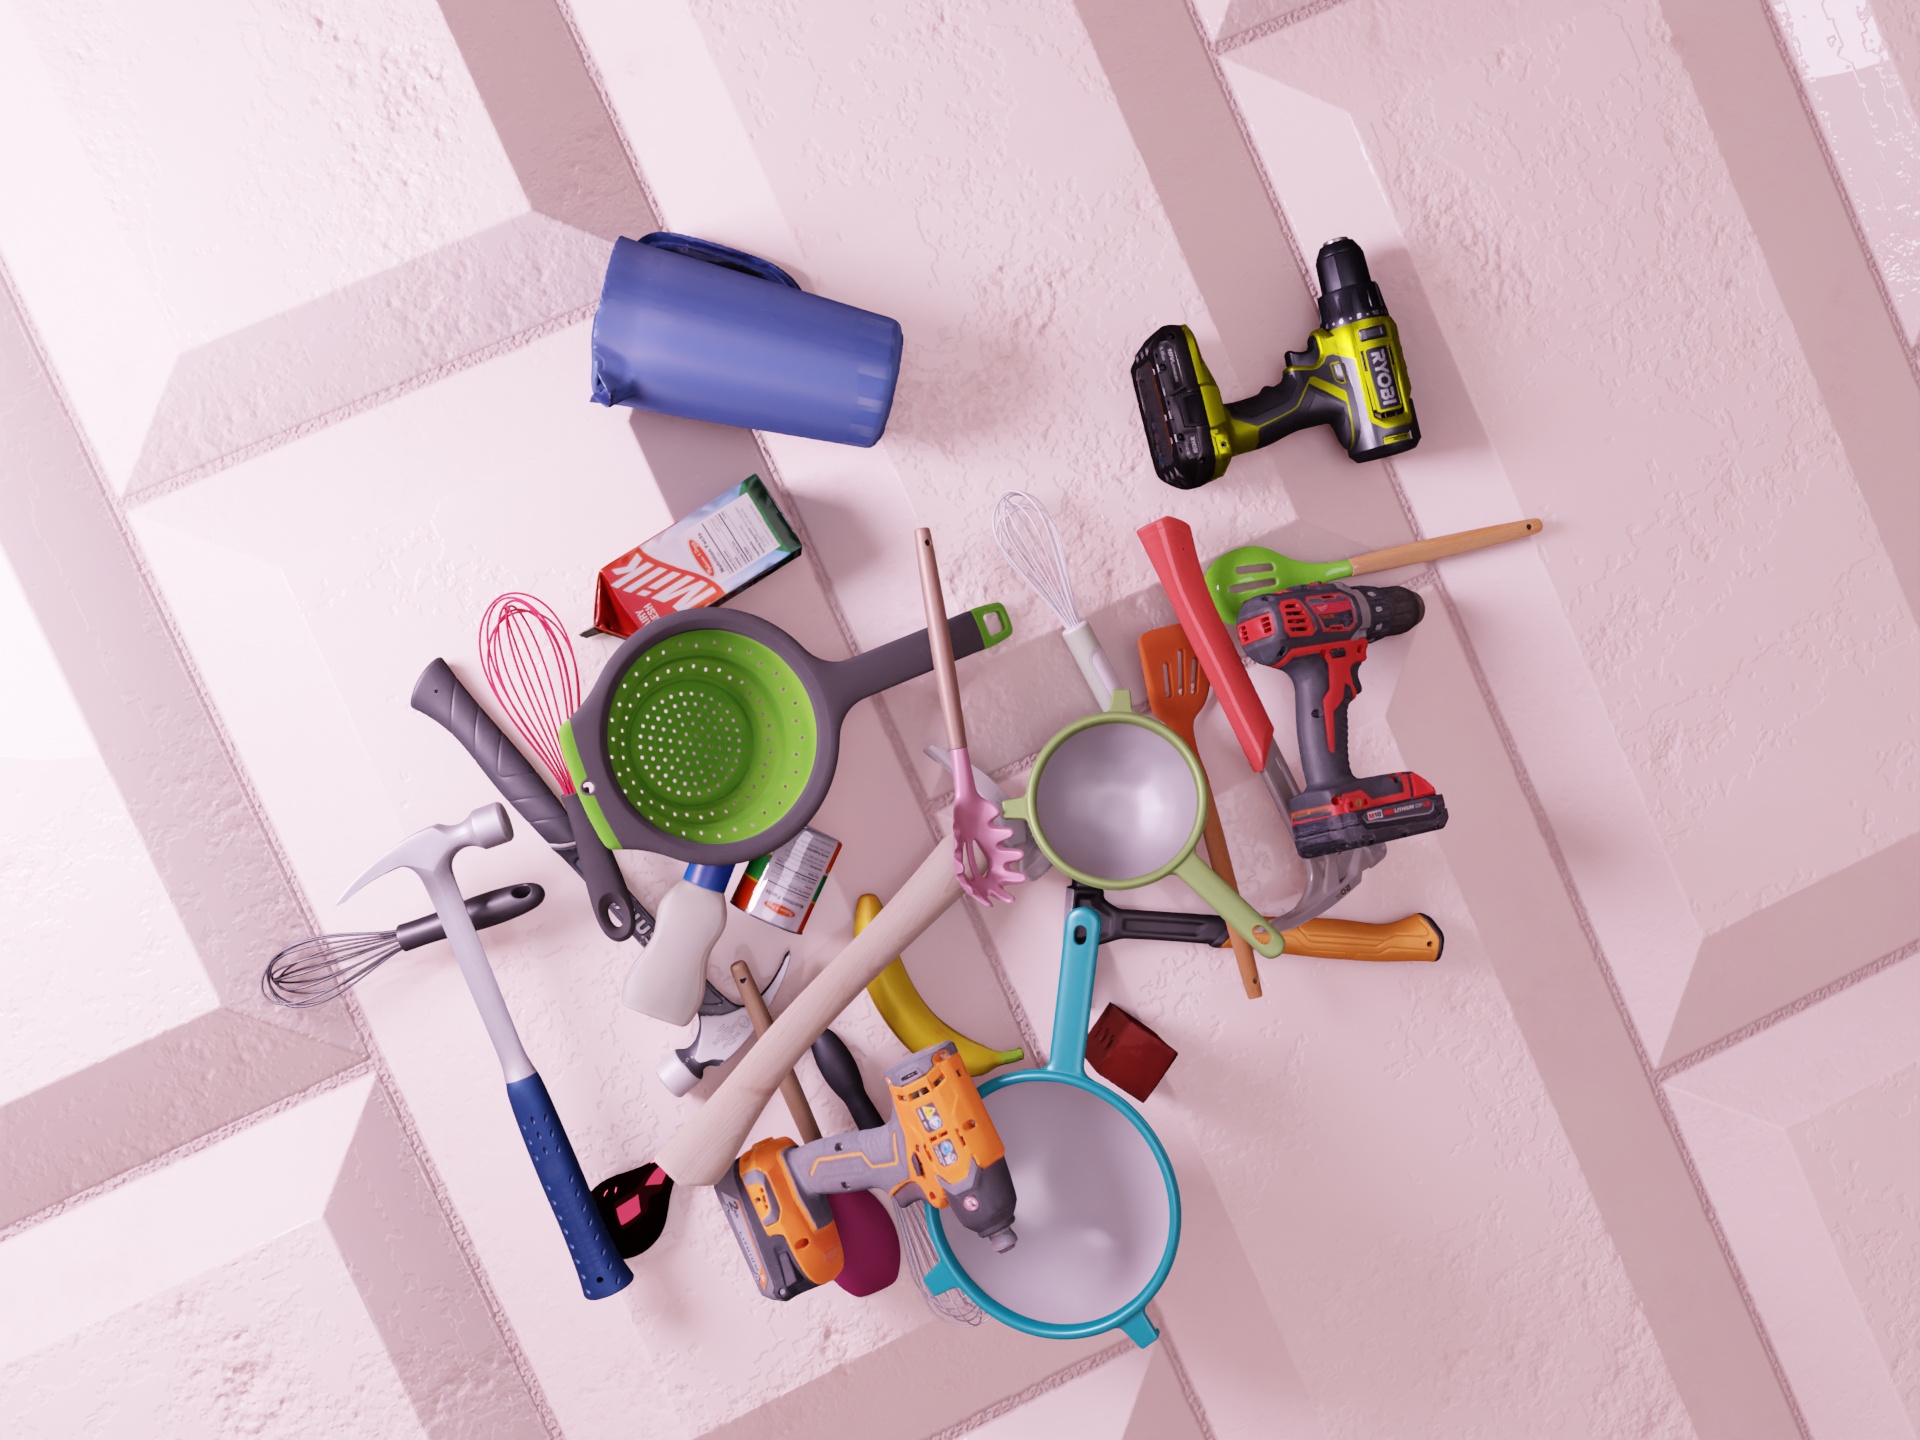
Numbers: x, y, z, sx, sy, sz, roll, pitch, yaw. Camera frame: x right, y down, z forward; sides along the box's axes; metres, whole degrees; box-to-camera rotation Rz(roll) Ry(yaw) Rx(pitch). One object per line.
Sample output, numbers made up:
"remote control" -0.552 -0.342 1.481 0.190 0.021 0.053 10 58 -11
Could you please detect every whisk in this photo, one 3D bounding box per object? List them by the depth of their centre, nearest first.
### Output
"whisk" -0.317 0.039 1.278 0.073 0.073 0.296 -18 97 -6
"whisk" -0.450 0.178 1.286 0.239 0.055 0.055 -19 92 -1
"whisk" -0.050 0.384 1.342 0.070 0.070 0.284 -29 89 -5
"whisk" 0.095 -0.087 1.359 0.058 0.059 0.246 -33 99 -33

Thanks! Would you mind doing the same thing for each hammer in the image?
"hammer" -0.360 0.276 1.269 0.144 0.035 0.405 -21 98 -6
"hammer" -0.100 0.204 1.298 0.146 0.038 0.411 45 72 -3
"hammer" -0.308 0.113 1.320 0.149 0.036 0.409 -40 94 -6
"hammer" 0.235 -0.004 1.350 0.149 0.037 0.359 -29 95 -29
"hammer" 0.255 0.193 1.383 0.337 0.034 0.127 4 89 -6

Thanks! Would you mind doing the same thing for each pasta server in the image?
"pasta server" -0.002 -0.004 1.308 0.060 0.040 0.316 -9 88 -31

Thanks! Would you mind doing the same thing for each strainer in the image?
"strainer" 0.090 0.317 1.288 0.211 0.095 0.340 7 91 20
"strainer" 0.169 0.107 1.331 0.256 0.069 0.151 43 83 11

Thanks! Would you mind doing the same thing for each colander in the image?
"colander" -0.139 -0.014 1.321 0.397 0.094 0.204 -23 94 -24

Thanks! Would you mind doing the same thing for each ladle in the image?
"ladle" -0.204 0.327 1.337 0.069 0.031 0.315 42 84 -5

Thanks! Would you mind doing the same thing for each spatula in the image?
"spatula" 0.215 0.077 1.357 0.081 0.041 0.323 -9 80 -25

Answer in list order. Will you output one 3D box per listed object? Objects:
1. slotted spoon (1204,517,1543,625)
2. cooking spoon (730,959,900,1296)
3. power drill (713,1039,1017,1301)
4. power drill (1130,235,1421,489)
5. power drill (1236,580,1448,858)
"slotted spoon" 0.366 -0.142 1.398 0.313 0.031 0.070 -13 91 -8
"cooking spoon" -0.127 0.344 1.332 0.069 0.017 0.318 -22 101 -5
"power drill" -0.066 0.372 1.255 0.226 0.084 0.164 -31 79 18
"power drill" 0.270 -0.302 1.363 0.228 0.080 0.190 -15 92 -9
"power drill" 0.338 -0.010 1.346 0.188 0.080 0.227 -9 82 -30
